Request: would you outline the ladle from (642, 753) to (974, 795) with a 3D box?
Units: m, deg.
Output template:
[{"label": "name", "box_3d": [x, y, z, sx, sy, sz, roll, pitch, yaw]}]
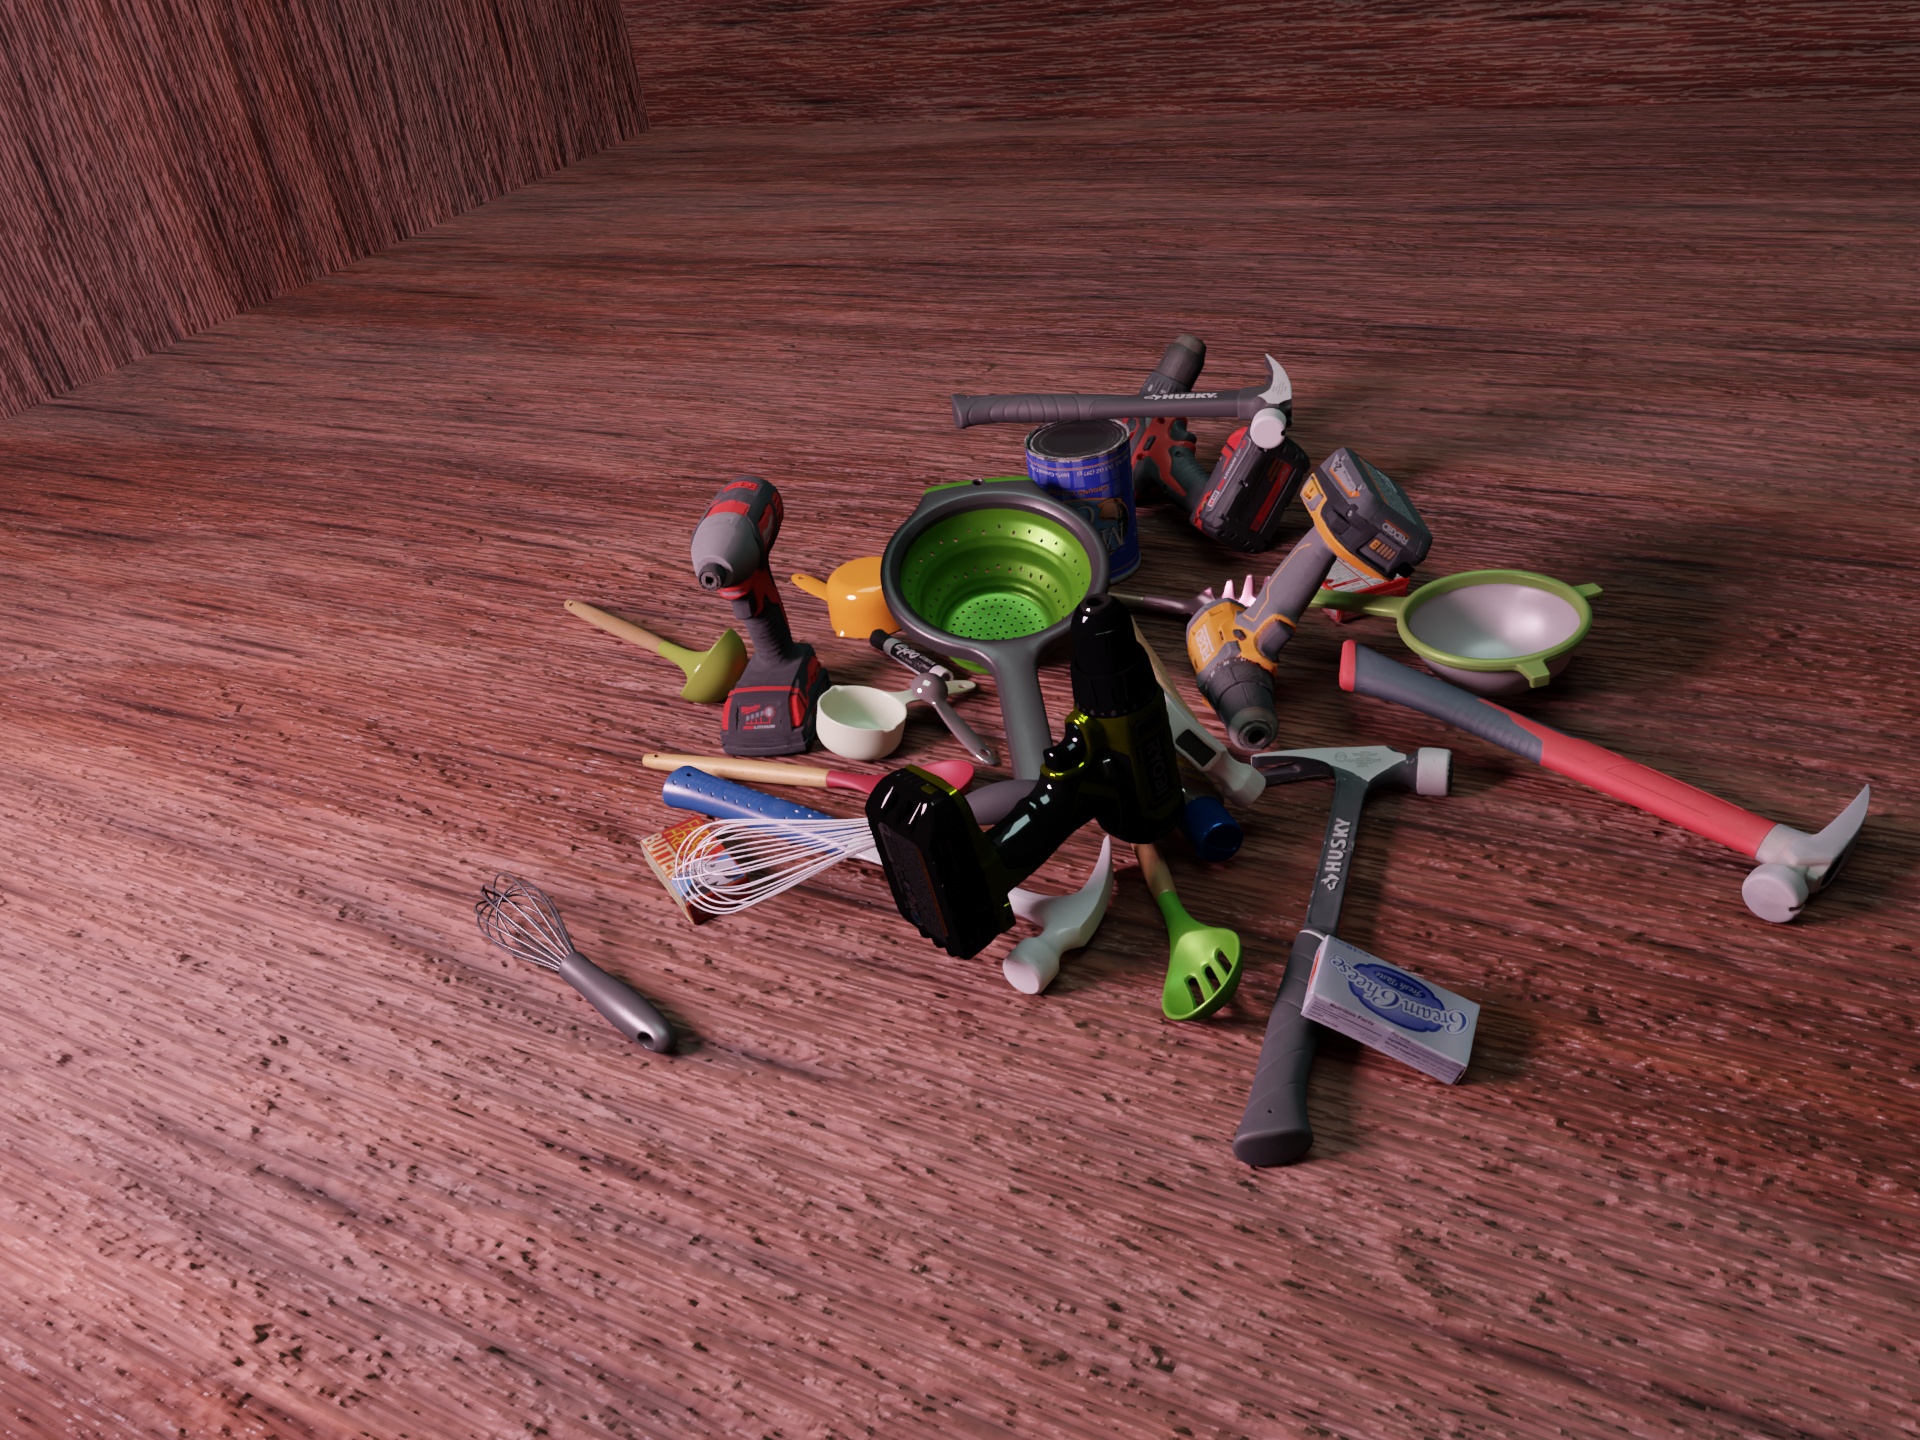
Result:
[{"label": "ladle", "box_3d": [-0.132, 0.046, 1.328, 0.315, 0.031, 0.069, 5, 32, 24]}]

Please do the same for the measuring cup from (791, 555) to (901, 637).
[{"label": "measuring cup", "box_3d": [-0.117, -0.138, 1.583, 0.095, 0.052, 0.174, -32, 41, -31]}]

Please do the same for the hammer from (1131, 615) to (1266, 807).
[{"label": "hammer", "box_3d": [0.156, -0.037, 1.306, 0.031, 0.130, 0.331, -46, 18, 11]}]

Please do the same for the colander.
[{"label": "colander", "box_3d": [0.043, -0.047, 1.388, 0.204, 0.094, 0.398, -7, 50, -3]}]

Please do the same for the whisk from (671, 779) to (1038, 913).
[{"label": "whisk", "box_3d": [-0.073, 0.083, 1.162, 0.284, 0.070, 0.070, -13, 32, 3]}]

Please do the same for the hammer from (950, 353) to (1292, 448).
[{"label": "hammer", "box_3d": [0.150, -0.303, 1.525, 0.335, 0.035, 0.146, 2, 35, 17]}]

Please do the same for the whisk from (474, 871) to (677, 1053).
[{"label": "whisk", "box_3d": [-0.278, 0.175, 1.148, 0.239, 0.055, 0.055, 28, 47, 37]}]

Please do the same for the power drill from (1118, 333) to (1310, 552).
[{"label": "power drill", "box_3d": [0.244, -0.284, 1.612, 0.080, 0.188, 0.227, 20, 12, -41]}]

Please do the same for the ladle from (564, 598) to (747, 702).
[{"label": "ladle", "box_3d": [-0.311, -0.084, 1.549, 0.320, 0.062, 0.078, 23, 72, 44]}]

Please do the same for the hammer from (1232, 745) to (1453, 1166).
[{"label": "hammer", "box_3d": [0.240, 0.139, 1.082, 0.149, 0.036, 0.409, 3, 35, 21]}]

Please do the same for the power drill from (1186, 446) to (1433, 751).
[{"label": "power drill", "box_3d": [0.275, -0.091, 1.288, 0.084, 0.226, 0.185, 31, 26, -18]}]

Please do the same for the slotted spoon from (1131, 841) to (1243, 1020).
[{"label": "slotted spoon", "box_3d": [0.145, 0.113, 1.146, 0.070, 0.031, 0.314, -45, 25, 15]}]

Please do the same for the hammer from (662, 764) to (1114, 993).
[{"label": "hammer", "box_3d": [-0.068, 0.096, 1.225, 0.406, 0.035, 0.144, 15, 40, 33]}]

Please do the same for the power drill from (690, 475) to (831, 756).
[{"label": "power drill", "box_3d": [-0.177, -0.083, 1.358, 0.078, 0.219, 0.143, -2, 33, 11]}]

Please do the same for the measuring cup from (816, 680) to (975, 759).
[{"label": "measuring cup", "box_3d": [-0.052, -0.004, 1.386, 0.167, 0.038, 0.083, -14, 37, -40]}]

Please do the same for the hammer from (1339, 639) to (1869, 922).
[{"label": "hammer", "box_3d": [0.456, 0.017, 1.179, 0.143, 0.038, 0.387, -31, 44, -33]}]

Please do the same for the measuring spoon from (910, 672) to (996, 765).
[{"label": "measuring spoon", "box_3d": [-0.002, -0.004, 1.354, 0.034, 0.018, 0.124, -3, 39, -37]}]

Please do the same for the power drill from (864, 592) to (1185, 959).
[{"label": "power drill", "box_3d": [0.052, 0.037, 1.081, 0.228, 0.190, 0.080, -34, 36, -25]}]

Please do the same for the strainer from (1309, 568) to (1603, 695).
[{"label": "strainer", "box_3d": [0.394, -0.069, 1.335, 0.256, 0.069, 0.151, 11, 39, 35]}]

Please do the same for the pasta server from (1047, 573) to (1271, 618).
[{"label": "pasta server", "box_3d": [0.149, -0.121, 1.504, 0.316, 0.040, 0.060, 10, 41, 29]}]
